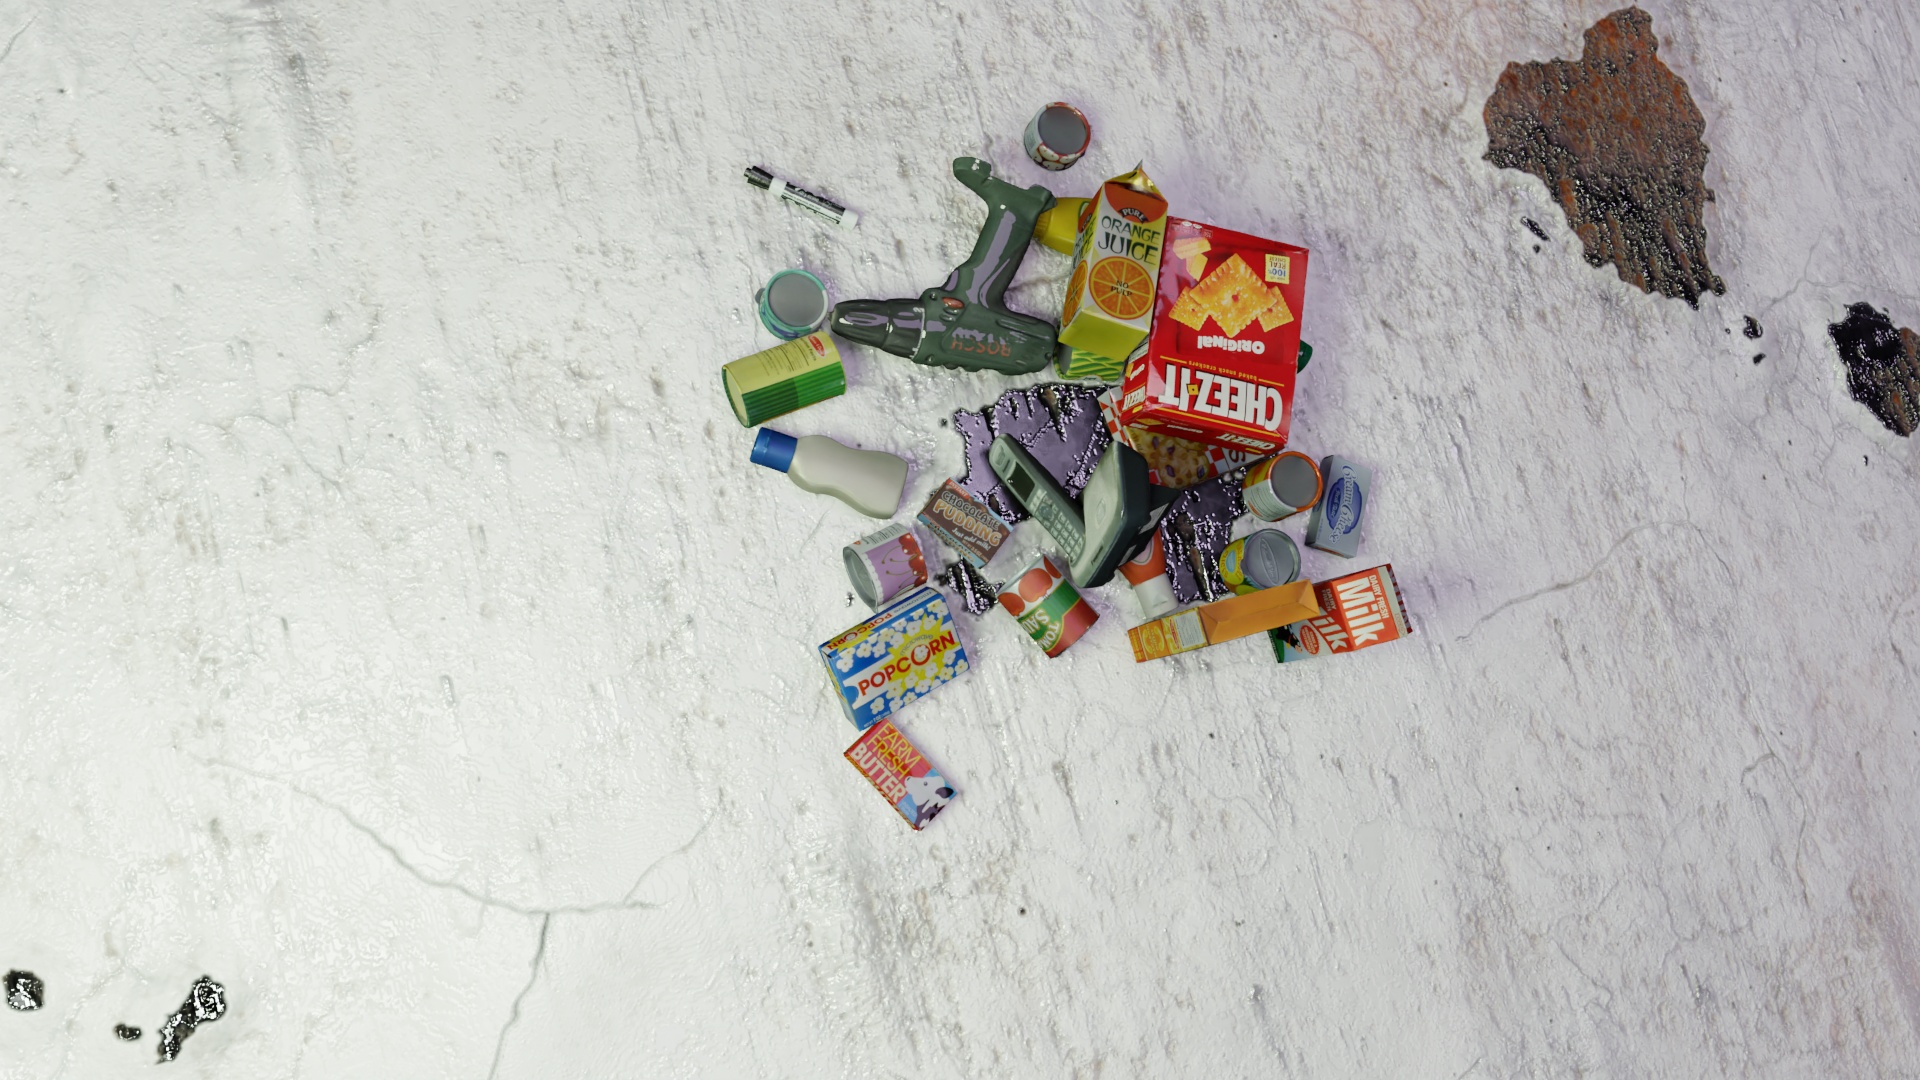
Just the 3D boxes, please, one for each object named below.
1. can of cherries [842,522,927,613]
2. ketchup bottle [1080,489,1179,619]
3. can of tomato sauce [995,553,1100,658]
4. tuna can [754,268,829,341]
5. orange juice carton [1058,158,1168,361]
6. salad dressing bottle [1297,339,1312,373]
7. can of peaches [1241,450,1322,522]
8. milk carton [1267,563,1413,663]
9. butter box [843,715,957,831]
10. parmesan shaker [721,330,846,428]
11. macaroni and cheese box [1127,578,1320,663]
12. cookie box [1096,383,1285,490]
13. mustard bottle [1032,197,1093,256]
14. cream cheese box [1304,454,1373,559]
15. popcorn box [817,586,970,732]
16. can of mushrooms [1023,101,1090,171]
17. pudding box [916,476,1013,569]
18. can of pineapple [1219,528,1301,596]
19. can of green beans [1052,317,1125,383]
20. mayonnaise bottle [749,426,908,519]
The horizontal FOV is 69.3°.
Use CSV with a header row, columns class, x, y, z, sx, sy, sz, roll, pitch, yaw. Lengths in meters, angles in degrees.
class,x,y,z,sx,sy,sz,roll,pitch,yaw
can of cherries,-0.071,0.026,1.327,0.058,0.071,0.071,-26,88,-21
ketchup bottle,0.178,0.005,1.414,0.065,0.043,0.149,-23,87,2
can of tomato sauce,0.084,0.065,1.364,0.071,0.071,0.083,-43,93,-19
tuna can,-0.166,-0.233,1.366,0.071,0.032,0.071,3,78,-17
orange juice carton,0.156,-0.286,1.392,0.073,0.071,0.193,15,69,-11
salad dressing bottle,0.311,-0.230,1.504,0.147,0.044,0.064,29,71,-11
can of peaches,0.342,-0.059,1.470,0.071,0.058,0.071,3,79,-16
milk carton,0.381,0.073,1.386,0.073,0.190,0.072,-15,84,-18
butter box,-0.057,0.220,1.313,0.103,0.024,0.053,47,70,-4
parmesan shaker,-0.171,-0.156,1.334,0.103,0.071,0.071,-22,86,-19
macaroni and cheese box,0.253,0.080,1.359,0.124,0.166,0.040,-12,83,-19
cookie box,0.244,-0.123,1.464,0.168,0.040,0.123,-20,86,-18
mustard bottle,0.123,-0.330,1.463,0.160,0.048,0.065,7,74,-15
cream cheese box,0.410,-0.036,1.504,0.053,0.024,0.104,19,75,-14
popcorn box,-0.062,0.110,1.309,0.127,0.038,0.085,-28,117,-20
can of mushrooms,0.106,-0.433,1.488,0.071,0.033,0.071,3,78,-16
pudding box,0.005,-0.017,1.376,0.083,0.030,0.050,40,70,-6
can of pineapple,0.309,0.025,1.444,0.071,0.057,0.071,3,78,-16
can of green beans,0.132,-0.198,1.431,0.058,0.071,0.071,0,80,-16
mayonnaise bottle,-0.128,-0.070,1.342,0.148,0.041,0.065,18,73,-11
